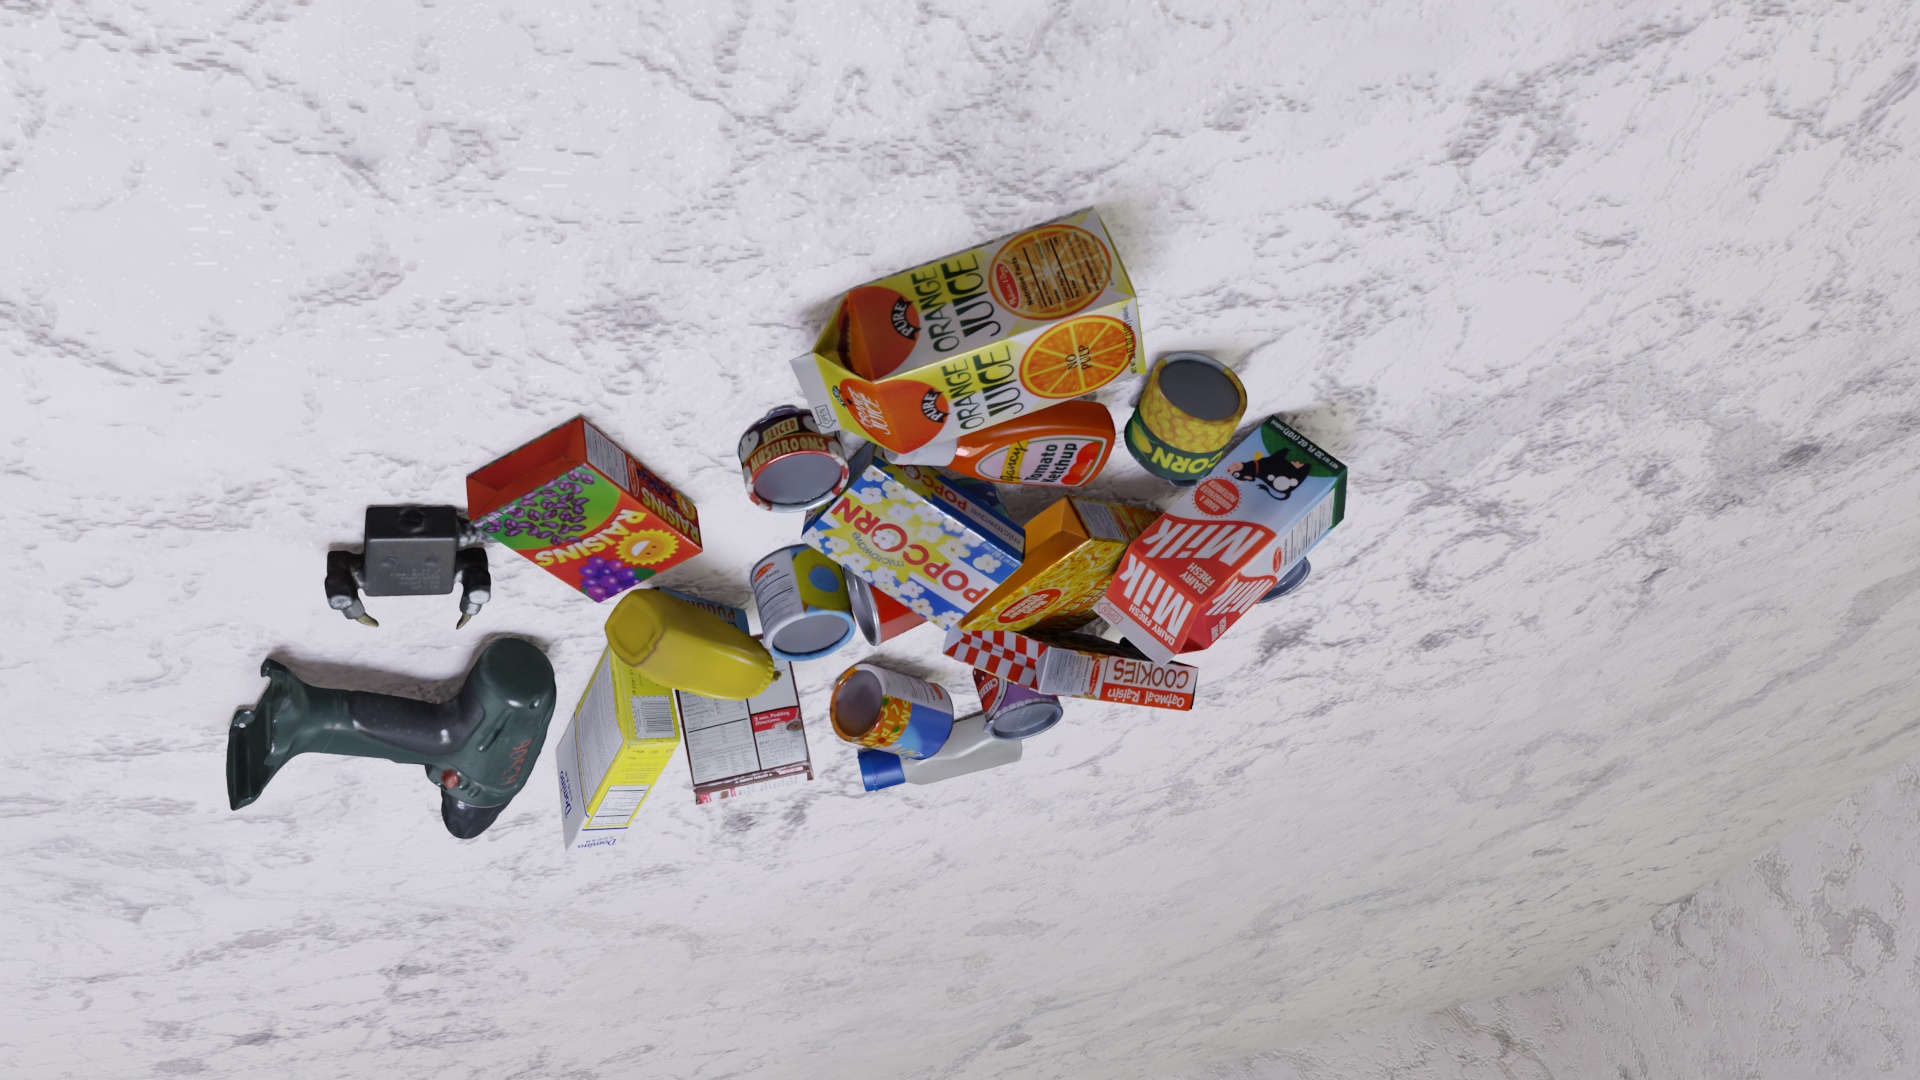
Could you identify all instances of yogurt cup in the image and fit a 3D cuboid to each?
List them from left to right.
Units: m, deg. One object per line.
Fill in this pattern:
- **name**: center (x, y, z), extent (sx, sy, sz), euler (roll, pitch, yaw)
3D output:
- **yogurt cup**: center (-0.048, 0.037, 1.001), extent (0.054, 0.072, 0.072), euler (-17, 148, -16)

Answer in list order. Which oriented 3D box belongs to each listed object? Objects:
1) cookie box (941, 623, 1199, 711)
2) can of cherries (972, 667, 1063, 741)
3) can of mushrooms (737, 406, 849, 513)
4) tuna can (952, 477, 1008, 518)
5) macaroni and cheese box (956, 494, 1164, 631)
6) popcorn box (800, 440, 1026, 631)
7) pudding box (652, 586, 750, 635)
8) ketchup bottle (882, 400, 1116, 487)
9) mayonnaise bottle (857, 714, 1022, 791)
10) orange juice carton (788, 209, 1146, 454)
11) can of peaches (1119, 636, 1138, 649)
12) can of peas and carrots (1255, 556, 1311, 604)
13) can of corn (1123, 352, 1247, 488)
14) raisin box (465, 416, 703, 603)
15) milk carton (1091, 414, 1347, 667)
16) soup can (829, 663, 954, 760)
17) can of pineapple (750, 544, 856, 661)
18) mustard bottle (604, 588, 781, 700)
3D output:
- **cookie box**: center (0.089, 0.098, 1.112), extent (0.167, 0.123, 0.040), euler (12, 92, -38)
- **can of cherries**: center (0.046, 0.131, 1.191), extent (0.071, 0.058, 0.071), euler (-12, 148, -8)
- **can of mushrooms**: center (-0.105, -0.050, 0.872), extent (0.071, 0.033, 0.070), euler (-12, 147, -8)
- **tuna can**: center (0.003, -0.012, 0.980), extent (0.071, 0.033, 0.070), euler (-13, 147, -8)
- **macaroni and cheese box**: center (0.082, 0.022, 1.028), extent (0.123, 0.040, 0.166), euler (-36, 157, 27)
- **popcorn box**: center (-0.031, -0.004, 0.925), extent (0.126, 0.038, 0.085), euler (34, 126, -19)
- **pudding box**: center (-0.199, 0.066, 1.001), extent (0.049, 0.030, 0.083), euler (-37, 143, 28)
- **ketchup bottle**: center (0.024, -0.065, 0.901), extent (0.149, 0.044, 0.064), euler (1, 142, -26)
- **mayonnaise bottle**: center (-0.019, 0.195, 1.272), extent (0.148, 0.041, 0.064), euler (-13, 145, -6)
- **orange juice carton**: center (0.002, -0.112, 0.794), extent (0.193, 0.073, 0.071), euler (-18, 147, 1)
- **can of peaches**: center (0.153, 0.047, 1.118), extent (0.071, 0.058, 0.071), euler (-12, 148, -8)
- **can of peas and carrots**: center (0.233, 0.009, 1.098), extent (0.071, 0.059, 0.070), euler (-12, 146, -8)
- **can of corn**: center (0.149, -0.080, 0.914), extent (0.071, 0.071, 0.058), euler (-4, 144, -20)
- **raisin box**: center (-0.229, -0.016, 0.857), extent (0.086, 0.040, 0.123), euler (-26, 145, 13)
- **milk carton**: center (0.185, 0.007, 0.991), extent (0.191, 0.072, 0.073), euler (-42, 150, -14)
- **soup can**: center (-0.058, 0.145, 1.150), extent (0.071, 0.071, 0.084), euler (-37, 142, 27)
- **can of pineapple**: center (-0.110, 0.045, 0.987), extent (0.071, 0.058, 0.070), euler (-13, 147, -8)
- **mustard bottle**: center (-0.172, 0.080, 0.953), extent (0.049, 0.065, 0.160), euler (-50, 145, 5)
